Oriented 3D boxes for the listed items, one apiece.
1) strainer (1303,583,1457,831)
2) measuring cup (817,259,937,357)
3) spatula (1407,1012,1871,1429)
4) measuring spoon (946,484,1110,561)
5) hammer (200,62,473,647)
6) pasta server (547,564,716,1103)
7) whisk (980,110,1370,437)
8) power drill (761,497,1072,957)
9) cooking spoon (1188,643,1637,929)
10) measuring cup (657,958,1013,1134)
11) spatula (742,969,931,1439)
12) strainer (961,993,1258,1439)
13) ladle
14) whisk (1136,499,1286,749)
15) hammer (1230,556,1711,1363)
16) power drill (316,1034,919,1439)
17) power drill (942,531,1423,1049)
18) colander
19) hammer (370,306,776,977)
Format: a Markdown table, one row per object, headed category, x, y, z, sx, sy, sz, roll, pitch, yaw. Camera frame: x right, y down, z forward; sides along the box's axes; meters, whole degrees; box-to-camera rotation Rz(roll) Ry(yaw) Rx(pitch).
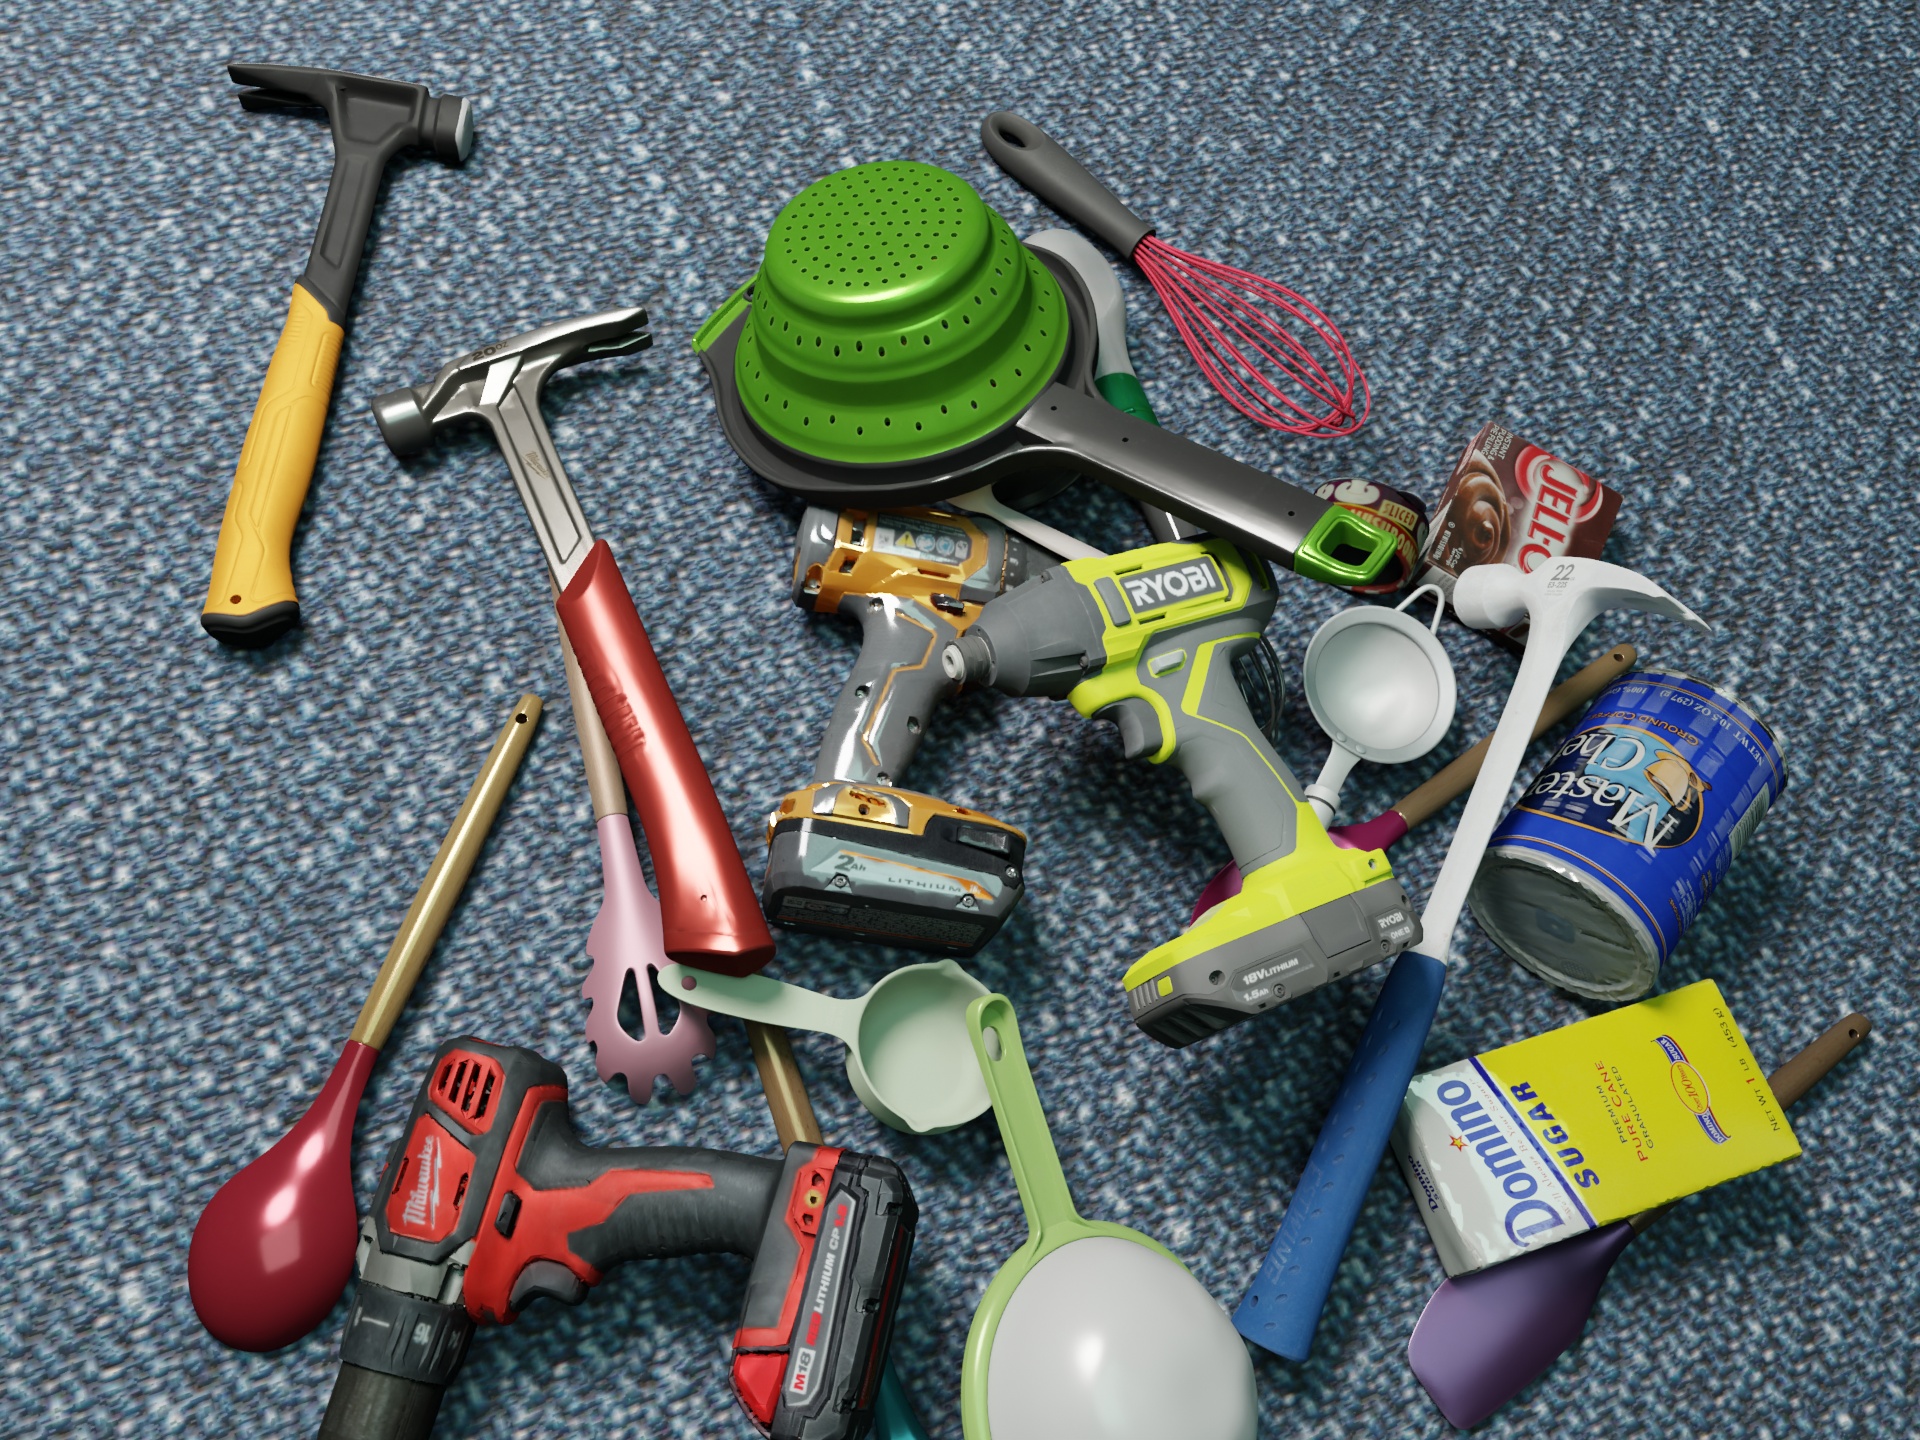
| category | x | y | z | sx | sy | sz | roll | pitch | yaw |
| --- | --- | --- | --- | --- | --- | --- | --- | --- | --- |
| strainer | 0.186 | 0.035 | 0.817 | 0.087 | 0.050 | 0.258 | 33 | 65 | -1 |
| measuring cup | -0.036 | -0.224 | 0.900 | 0.062 | 0.029 | 0.157 | 22 | 56 | 4 |
| spatula | 0.345 | 0.234 | 0.790 | 0.316 | 0.018 | 0.060 | -30 | 77 | -18 |
| measuring spoon | 0.042 | -0.102 | 0.808 | 0.124 | 0.018 | 0.034 | 27 | 31 | 2 |
| hammer | -0.346 | -0.197 | 0.826 | 0.127 | 0.034 | 0.337 | 7 | 69 | -8 |
| pasta server | -0.175 | 0.027 | 0.777 | 0.060 | 0.040 | 0.316 | -11 | 68 | -13 |
| whisk | 0.119 | -0.263 | 0.921 | 0.073 | 0.073 | 0.296 | -41 | 75 | -21 |
| power drill | -0.001 | -0.003 | 0.791 | 0.185 | 0.084 | 0.226 | 10 | 64 | -8 |
| cooking spoon | 0.251 | 0.041 | 0.846 | 0.319 | 0.017 | 0.069 | -32 | 62 | -19 |
| measuring cup | -0.060 | 0.143 | 0.737 | 0.167 | 0.038 | 0.083 | 16 | 60 | -8 |
| spatula | -0.048 | 0.247 | 0.705 | 0.082 | 0.044 | 0.318 | -18 | 73 | -12 |
| strainer | 0.063 | 0.236 | 0.682 | 0.151 | 0.069 | 0.256 | -8 | 74 | -38 |
| ladle | -0.258 | 0.125 | 0.725 | 0.069 | 0.031 | 0.316 | 20 | 66 | -1 |
| whisk | 0.119 | -0.087 | 0.860 | 0.055 | 0.055 | 0.239 | -13 | 68 | -14 |
| hammer | 0.226 | 0.103 | 0.751 | 0.035 | 0.144 | 0.405 | 29 | 79 | -23 |
| power drill | -0.145 | 0.243 | 0.658 | 0.227 | 0.080 | 0.188 | 11 | 67 | 9 |
| power drill | 0.100 | 0.027 | 0.734 | 0.171 | 0.080 | 0.223 | -16 | 73 | -26 |
| colander | 0.028 | -0.176 | 0.763 | 0.397 | 0.094 | 0.204 | 30 | 65 | 27 |
| hammer | -0.162 | -0.044 | 0.769 | 0.149 | 0.036 | 0.359 | -23 | 67 | -12 |
